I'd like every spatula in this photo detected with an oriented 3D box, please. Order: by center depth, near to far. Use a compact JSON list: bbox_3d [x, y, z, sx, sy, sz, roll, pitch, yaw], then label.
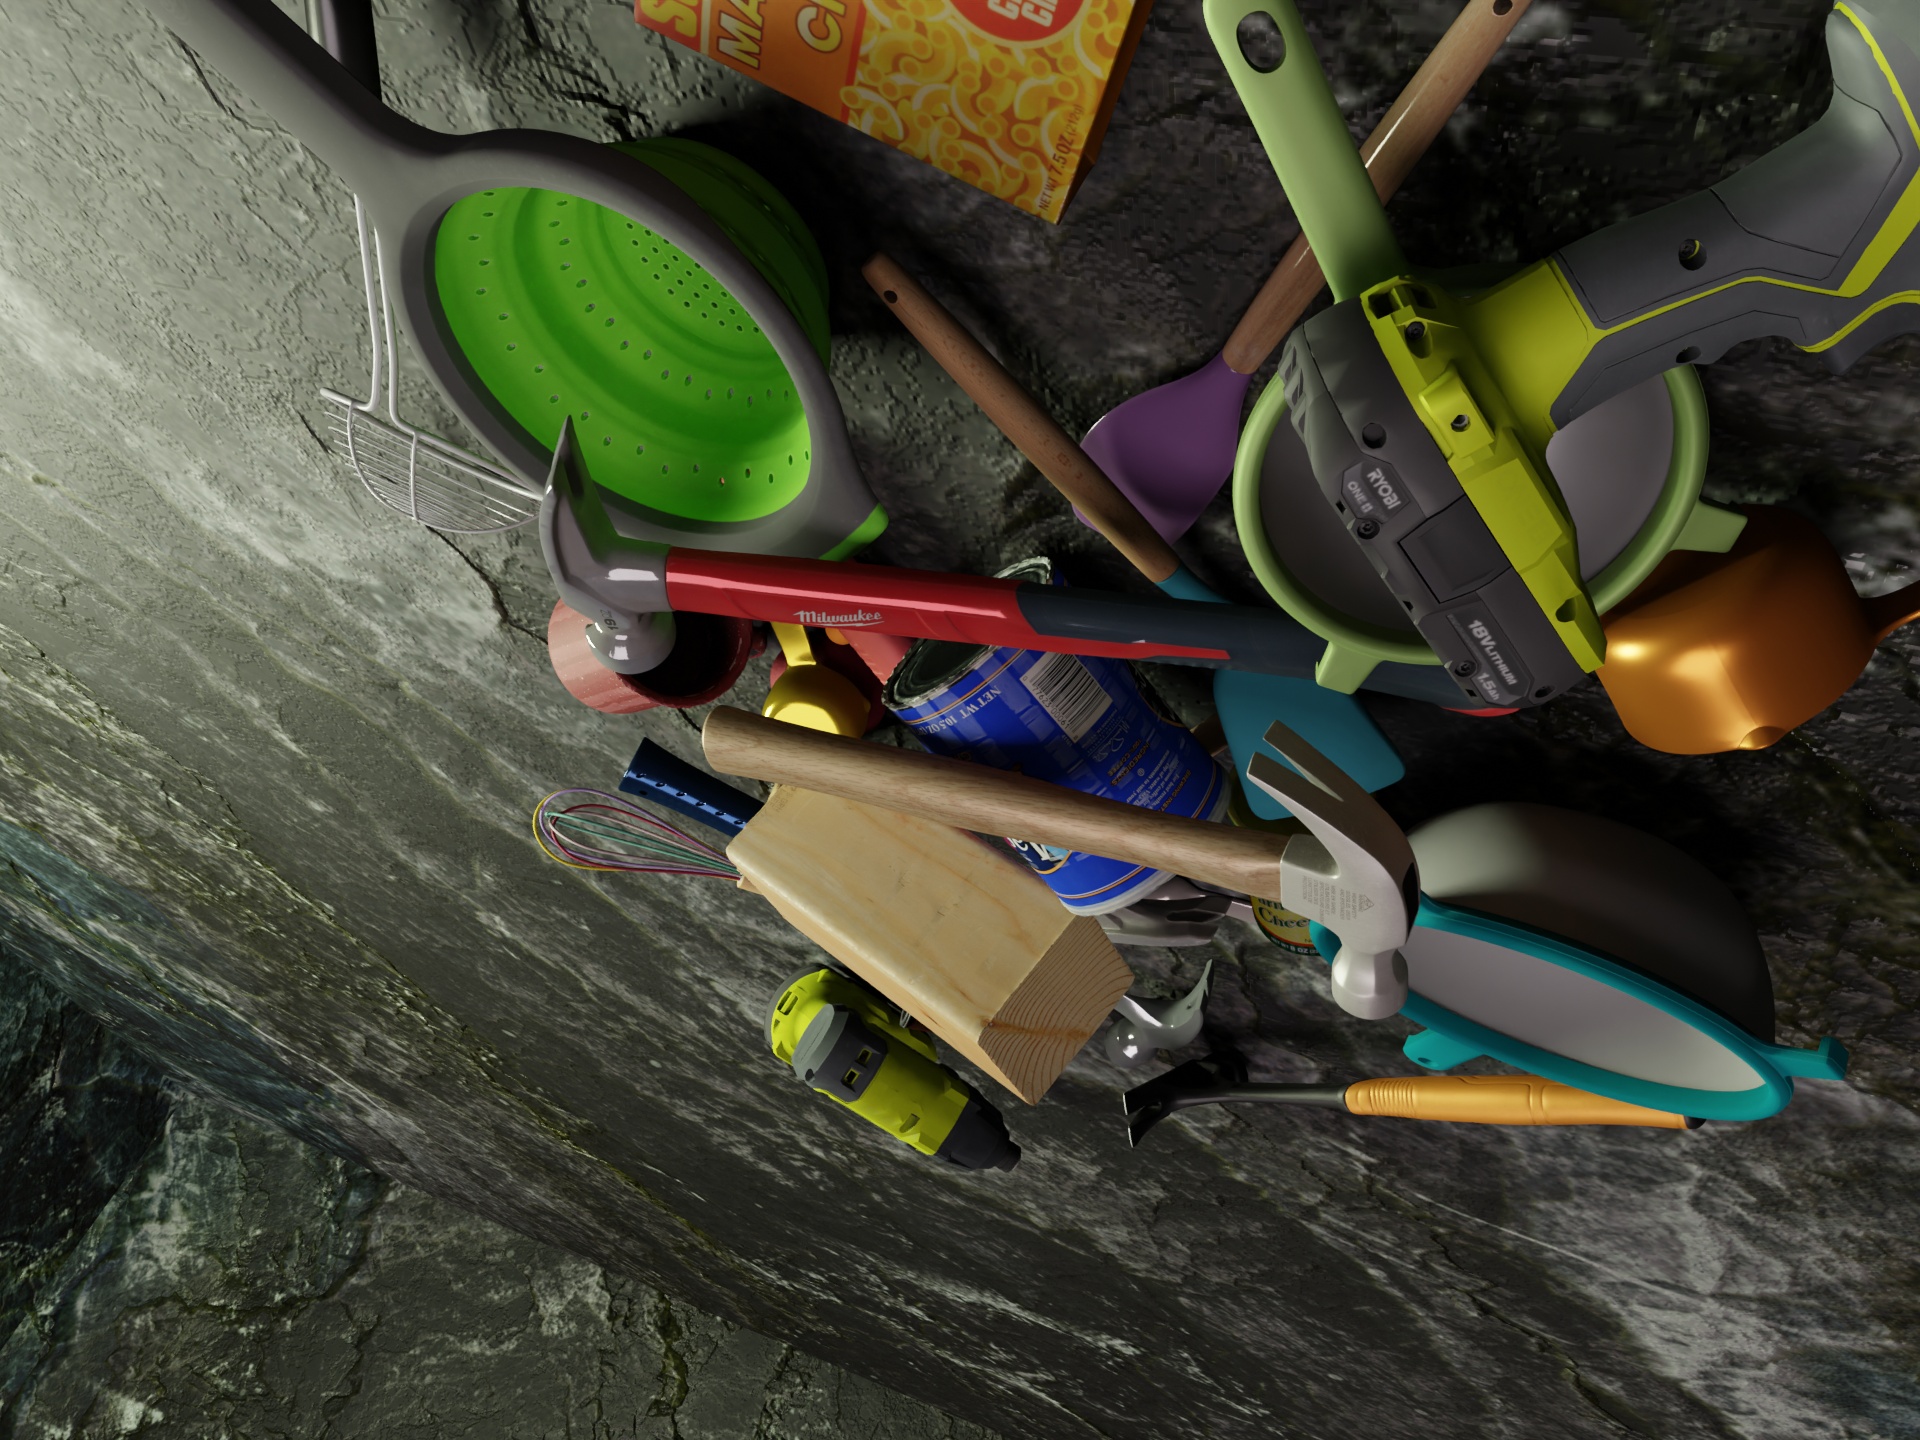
[{"bbox_3d":[0.111,-0.148,0.576,0.059,0.018,0.315,29,150,-5],"label":"spatula"},{"bbox_3d":[0.070,-0.073,0.668,0.082,0.044,0.317,-23,125,42],"label":"spatula"}]

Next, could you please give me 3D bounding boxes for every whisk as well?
[{"bbox_3d":[-0.171,0.101,1.086,0.245,0.047,0.051,19,152,-16],"label":"whisk"}]

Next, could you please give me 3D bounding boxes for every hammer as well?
[{"bbox_3d":[0.033,-0.048,0.624,0.386,0.038,0.143,6,154,2],"label":"hammer"},{"bbox_3d":[0.030,0.037,0.686,0.331,0.031,0.129,12,136,25],"label":"hammer"},{"bbox_3d":[-0.001,-0.003,0.834,0.149,0.037,0.358,-4,134,47],"label":"hammer"},{"bbox_3d":[0.262,0.225,0.946,0.337,0.034,0.127,-10,178,38],"label":"hammer"},{"bbox_3d":[-0.024,0.114,1.015,0.405,0.035,0.144,27,149,-9],"label":"hammer"}]

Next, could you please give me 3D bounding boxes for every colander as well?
[{"bbox_3d":[-0.177,-0.216,0.619,0.396,0.094,0.204,41,146,-21],"label":"colander"}]

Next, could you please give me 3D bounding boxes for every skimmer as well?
[{"bbox_3d":[-0.249,-0.224,0.727,0.127,0.090,0.363,24,139,10],"label":"skimmer"}]

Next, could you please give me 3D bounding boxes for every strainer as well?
[{"bbox_3d":[0.141,-0.133,0.519,0.151,0.069,0.256,-23,122,22],"label":"strainer"},{"bbox_3d":[0.278,0.114,0.783,0.211,0.095,0.340,23,165,10],"label":"strainer"}]

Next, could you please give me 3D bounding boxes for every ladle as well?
[{"bbox_3d":[-0.107,0.036,1.003,0.069,0.031,0.315,27,150,-3],"label":"ladle"}]

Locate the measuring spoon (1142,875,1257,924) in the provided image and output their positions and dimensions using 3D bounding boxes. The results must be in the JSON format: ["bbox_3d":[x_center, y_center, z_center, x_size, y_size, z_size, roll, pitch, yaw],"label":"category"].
[{"bbox_3d":[0.162,0.116,0.924,0.124,0.018,0.034,14,146,19],"label":"measuring spoon"}]

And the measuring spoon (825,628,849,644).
[{"bbox_3d":[-0.101,-0.077,0.845,0.116,0.011,0.021,39,147,-19],"label":"measuring spoon"}]

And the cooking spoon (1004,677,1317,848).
[{"bbox_3d":[0.102,0.028,0.840,0.068,0.017,0.319,33,149,-9],"label":"cooking spoon"}]

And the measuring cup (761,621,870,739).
[{"bbox_3d":[-0.093,-0.039,0.845,0.062,0.029,0.156,-5,124,18],"label":"measuring cup"}]

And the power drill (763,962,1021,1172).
[{"bbox_3d":[-0.054,0.254,1.151,0.171,0.080,0.223,35,172,-15],"label":"power drill"}]

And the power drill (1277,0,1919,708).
[{"bbox_3d":[0.226,-0.099,0.445,0.228,0.080,0.190,-30,121,23],"label":"power drill"}]

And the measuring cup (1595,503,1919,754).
[{"bbox_3d":[0.296,-0.052,0.536,0.173,0.095,0.052,-28,113,31],"label":"measuring cup"}]
